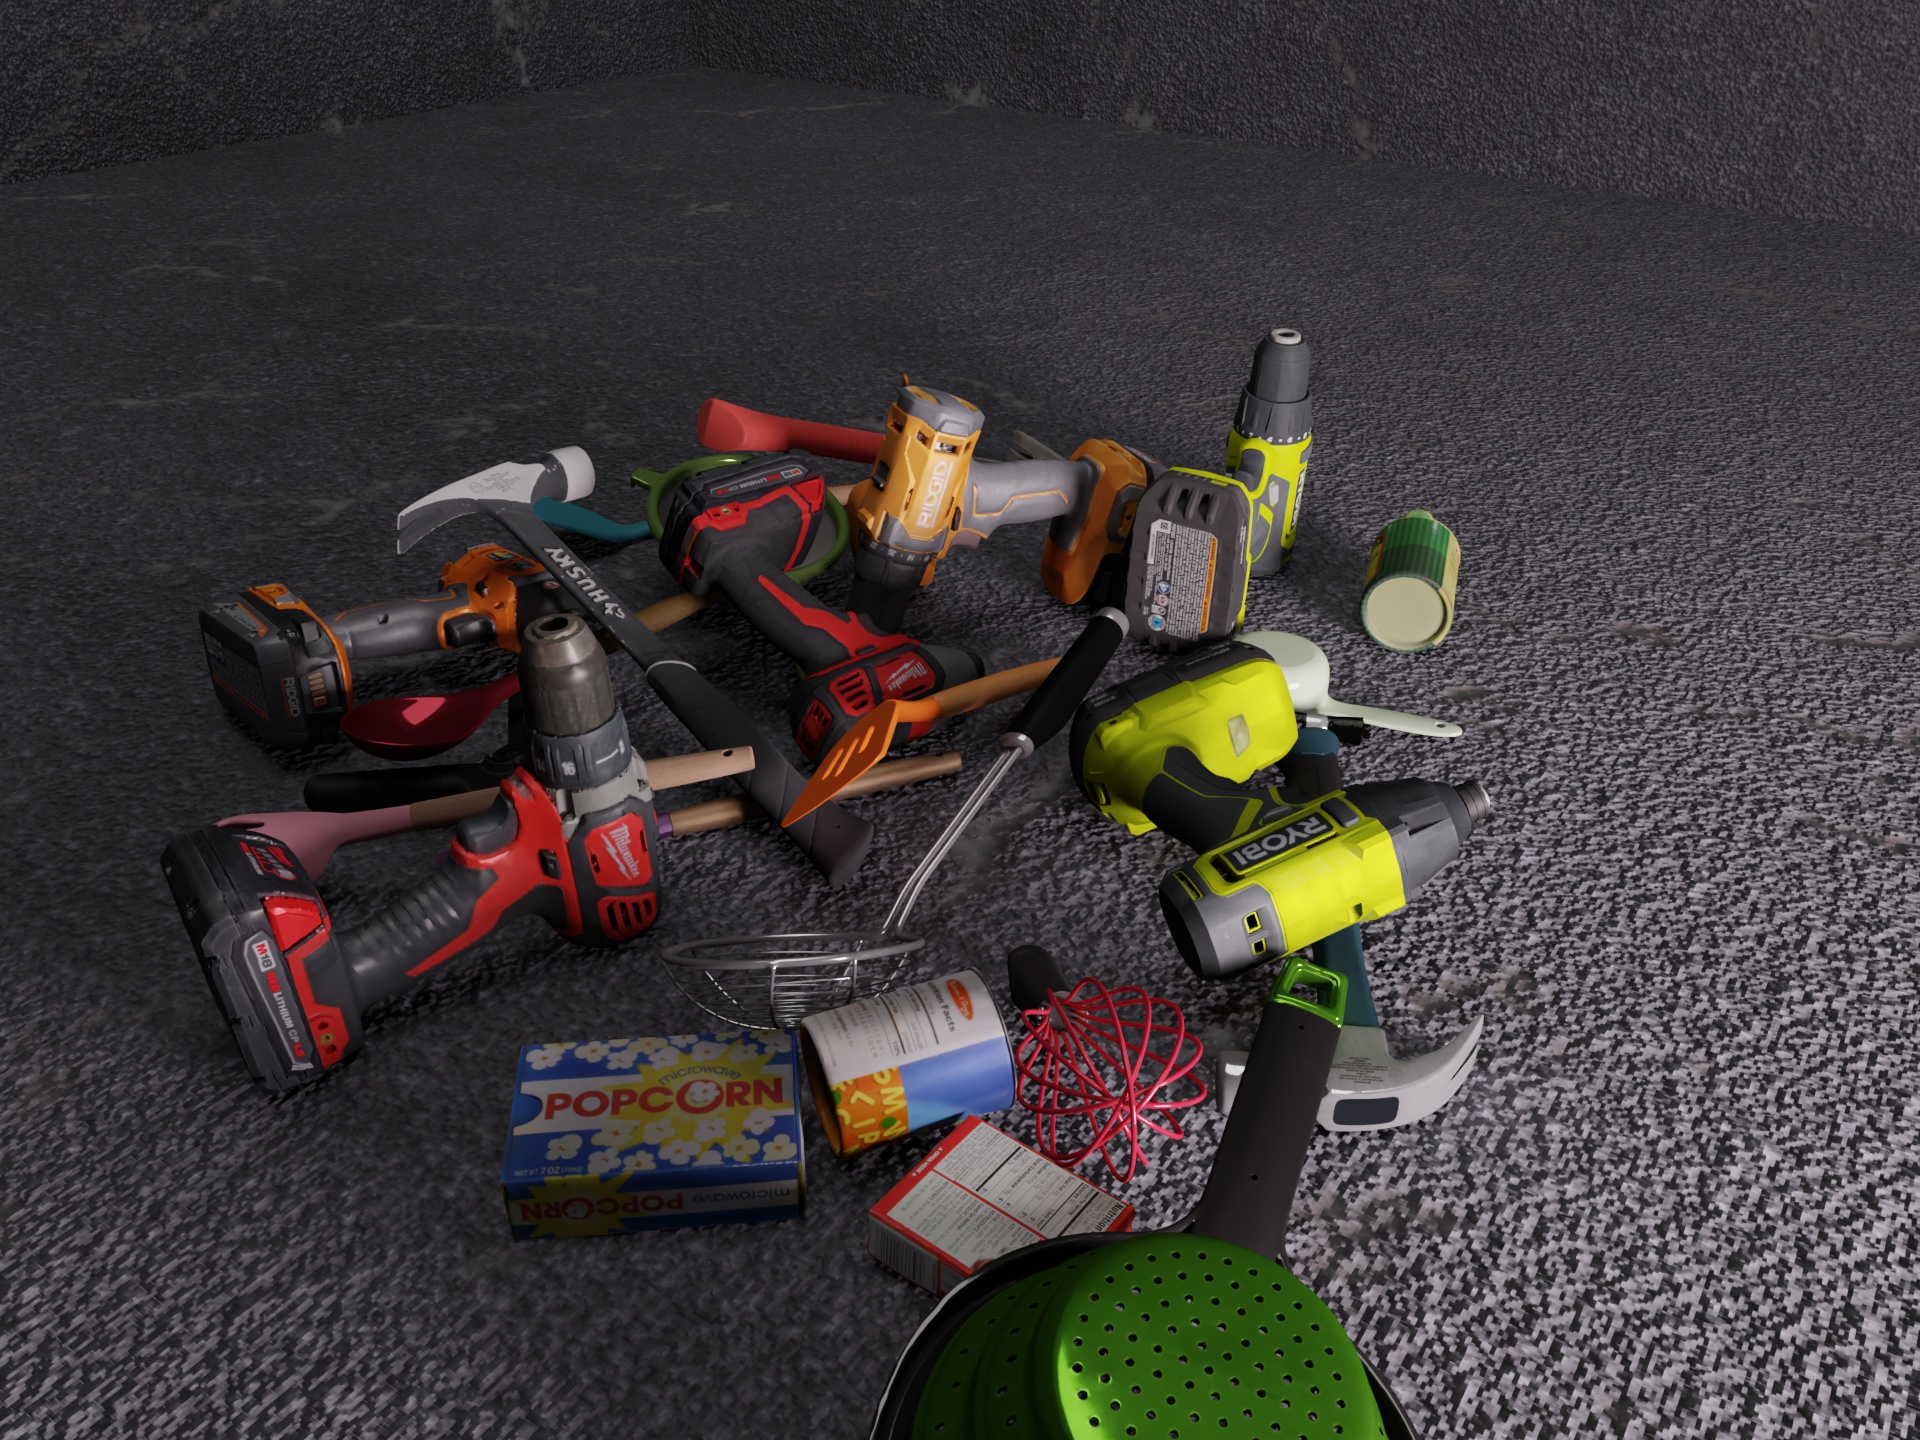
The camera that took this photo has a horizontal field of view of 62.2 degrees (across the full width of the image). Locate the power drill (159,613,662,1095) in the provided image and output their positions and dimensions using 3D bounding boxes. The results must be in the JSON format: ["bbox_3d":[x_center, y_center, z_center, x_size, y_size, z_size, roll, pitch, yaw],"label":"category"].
[{"bbox_3d":[-0.256,0.060,0.773,0.226,0.187,0.080,-23,39,-29],"label":"power drill"}]

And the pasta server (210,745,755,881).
[{"bbox_3d":[-0.268,0.052,0.867,0.316,0.040,0.060,-10,51,-4],"label":"pasta server"}]

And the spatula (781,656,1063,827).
[{"bbox_3d":[-0.002,-0.003,0.976,0.041,0.081,0.322,59,31,7],"label":"spatula"}]

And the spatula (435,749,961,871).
[{"bbox_3d":[-0.146,0.057,0.939,0.316,0.018,0.060,-12,30,-20],"label":"spatula"}]

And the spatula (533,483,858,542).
[{"bbox_3d":[-0.201,-0.181,1.315,0.317,0.044,0.082,-11,29,-22],"label":"spatula"}]

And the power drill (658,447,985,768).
[{"bbox_3d":[-0.088,-0.073,1.046,0.143,0.078,0.220,-23,64,-38],"label":"power drill"}]

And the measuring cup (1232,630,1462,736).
[{"bbox_3d":[0.254,-0.023,1.067,0.168,0.038,0.083,14,33,24],"label":"measuring cup"}]

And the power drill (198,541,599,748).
[{"bbox_3d":[-0.359,-0.055,1.052,0.226,0.084,0.164,-21,31,-38],"label":"power drill"}]

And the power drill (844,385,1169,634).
[{"bbox_3d":[0.027,-0.133,1.155,0.226,0.185,0.084,6,25,-32],"label":"power drill"}]

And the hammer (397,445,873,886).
[{"bbox_3d":[-0.194,-0.040,0.982,0.149,0.036,0.409,-24,54,-38],"label":"hammer"}]

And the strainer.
[{"bbox_3d":[-0.144,-0.093,1.165,0.151,0.069,0.257,-7,49,-24],"label":"strainer"}]

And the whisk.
[{"bbox_3d":[0.047,0.130,0.682,0.073,0.073,0.296,-2,1,-5],"label":"whisk"}]

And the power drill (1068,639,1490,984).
[{"bbox_3d":[0.163,0.041,0.868,0.171,0.080,0.223,-23,28,-7],"label":"power drill"}]

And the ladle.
[{"bbox_3d":[-0.246,-0.043,1.015,0.069,0.031,0.315,26,40,32],"label":"ladle"}]

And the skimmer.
[{"bbox_3d":[-0.013,0.031,0.853,0.127,0.090,0.363,-5,36,45],"label":"skimmer"}]

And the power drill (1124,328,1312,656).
[{"bbox_3d":[0.202,-0.166,1.168,0.080,0.190,0.228,17,38,21],"label":"power drill"}]

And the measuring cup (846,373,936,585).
[{"bbox_3d":[-0.057,-0.175,1.185,0.052,0.173,0.095,-12,40,-11],"label":"measuring cup"}]

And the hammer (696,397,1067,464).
[{"bbox_3d":[-0.050,-0.220,1.290,0.359,0.036,0.149,2,27,-37],"label":"hammer"}]

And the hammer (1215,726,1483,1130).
[{"bbox_3d":[0.200,0.097,0.869,0.128,0.033,0.331,4,31,5],"label":"hammer"}]

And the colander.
[{"bbox_3d":[0.103,0.199,0.593,0.204,0.094,0.397,19,39,13],"label":"colander"}]
